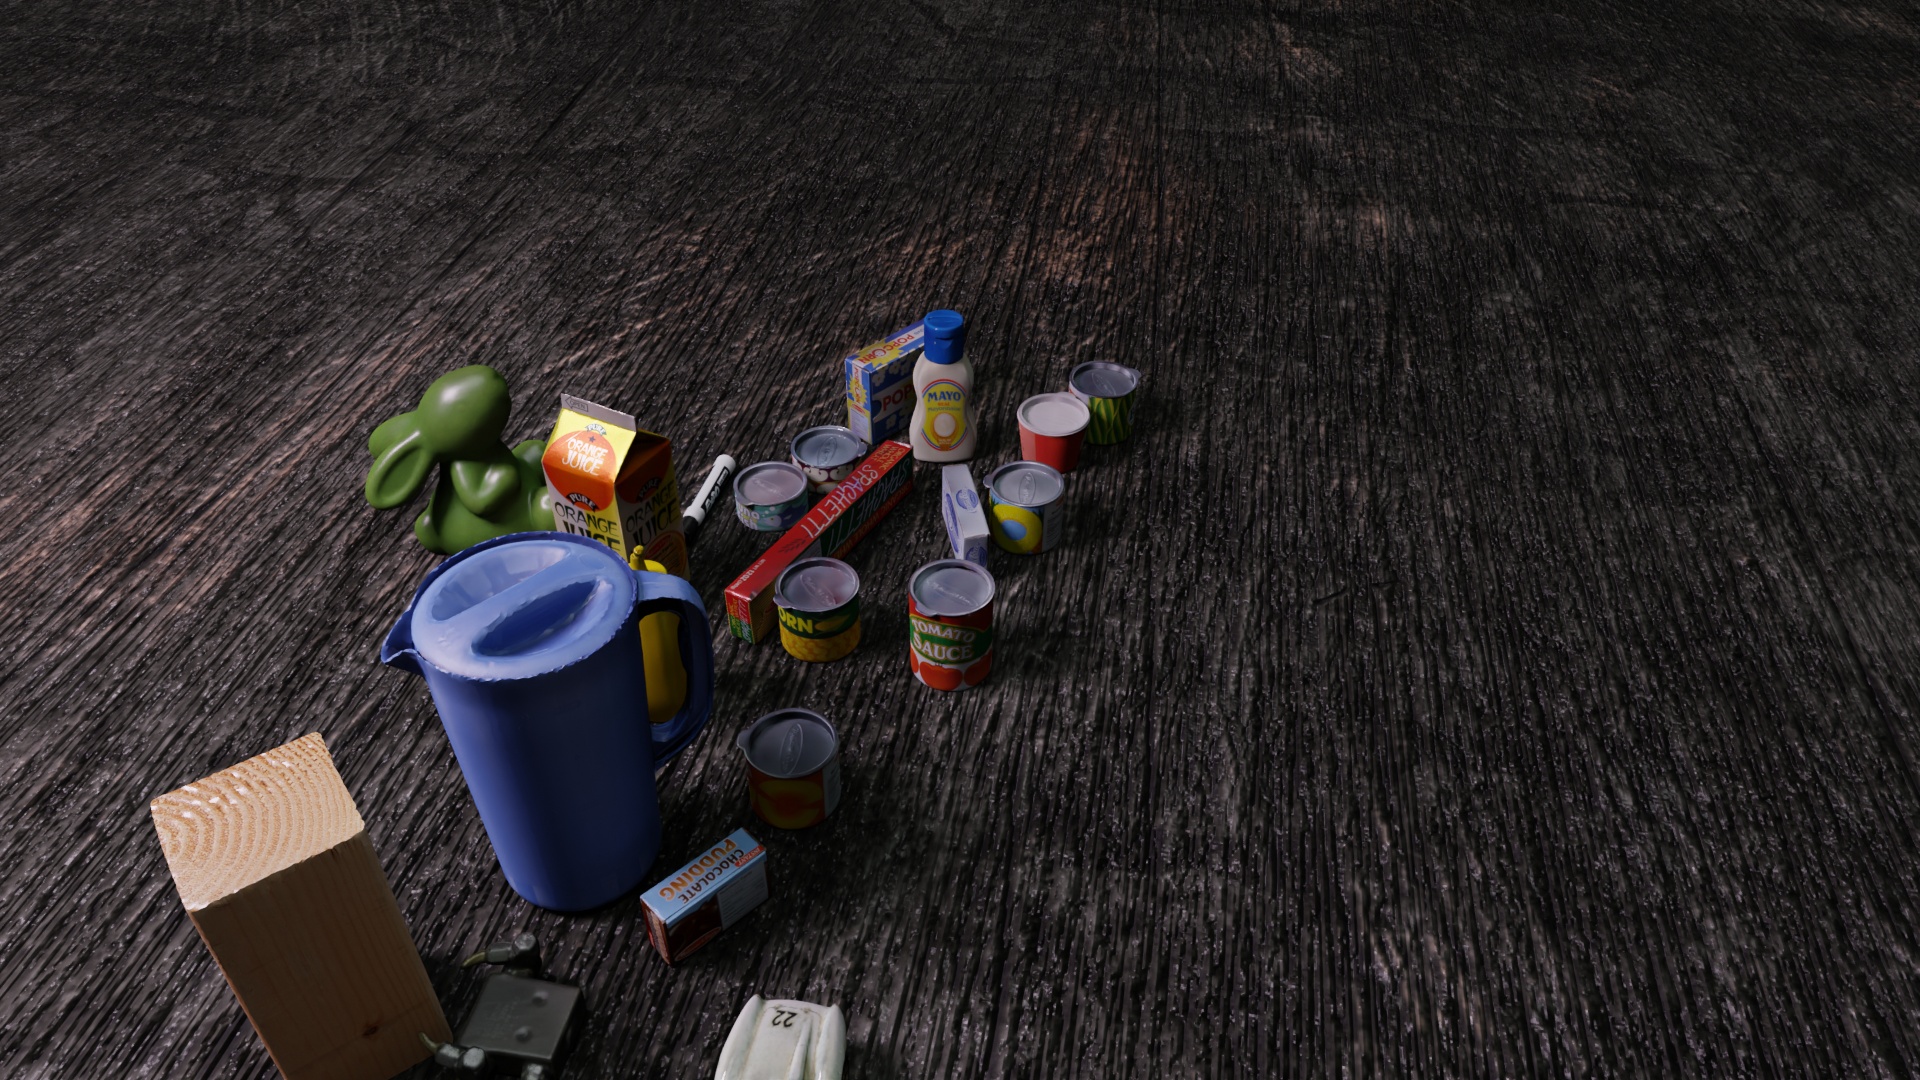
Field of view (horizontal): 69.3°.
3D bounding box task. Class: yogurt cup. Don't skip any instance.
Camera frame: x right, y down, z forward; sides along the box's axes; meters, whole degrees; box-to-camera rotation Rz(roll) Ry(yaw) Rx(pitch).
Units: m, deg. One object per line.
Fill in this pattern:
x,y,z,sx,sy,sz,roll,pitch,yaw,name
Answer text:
0.087,-0.099,1.317,0.072,0.053,0.073,0,39,0,yogurt cup

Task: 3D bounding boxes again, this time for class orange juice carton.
-0.277,-0.030,1.117,0.072,0.191,0.073,18,42,21,orange juice carton

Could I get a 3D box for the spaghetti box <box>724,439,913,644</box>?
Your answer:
-0.115,-0.005,1.200,0.029,0.049,0.251,20,43,22,spaghetti box

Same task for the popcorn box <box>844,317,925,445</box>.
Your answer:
-0.054,-0.160,1.365,0.038,0.084,0.127,31,48,32,popcorn box

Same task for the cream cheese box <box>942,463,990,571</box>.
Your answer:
0.004,-0.015,1.212,0.024,0.053,0.104,-6,40,-9,cream cheese box

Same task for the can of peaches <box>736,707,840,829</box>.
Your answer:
-0.121,0.162,0.989,0.071,0.057,0.071,0,39,0,can of peaches

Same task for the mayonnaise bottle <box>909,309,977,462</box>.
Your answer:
-0.016,-0.142,1.293,0.065,0.147,0.041,-1,39,-2,mayonnaise bottle

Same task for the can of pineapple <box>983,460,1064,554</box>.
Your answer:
0.056,-0.029,1.227,0.071,0.057,0.071,0,39,0,can of pineapple

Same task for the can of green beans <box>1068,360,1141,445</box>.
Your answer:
0.138,-0.134,1.357,0.071,0.057,0.071,0,39,0,can of green beans

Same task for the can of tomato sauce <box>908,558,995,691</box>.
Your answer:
-0.008,0.068,1.087,0.071,0.082,0.071,0,39,0,can of tomato sauce

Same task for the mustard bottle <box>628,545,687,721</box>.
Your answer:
-0.230,0.063,1.029,0.049,0.159,0.066,3,39,3,mustard bottle

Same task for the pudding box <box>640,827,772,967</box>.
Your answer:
-0.165,0.233,0.908,0.084,0.049,0.030,-32,49,-33,pudding box

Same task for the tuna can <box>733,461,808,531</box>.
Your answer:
-0.172,-0.039,1.255,0.071,0.032,0.071,0,39,0,tuna can

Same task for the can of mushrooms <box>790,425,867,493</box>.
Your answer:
-0.122,-0.075,1.300,0.071,0.033,0.071,0,39,0,can of mushrooms

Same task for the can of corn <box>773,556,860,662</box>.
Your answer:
-0.116,0.057,1.118,0.071,0.058,0.071,0,39,0,can of corn
